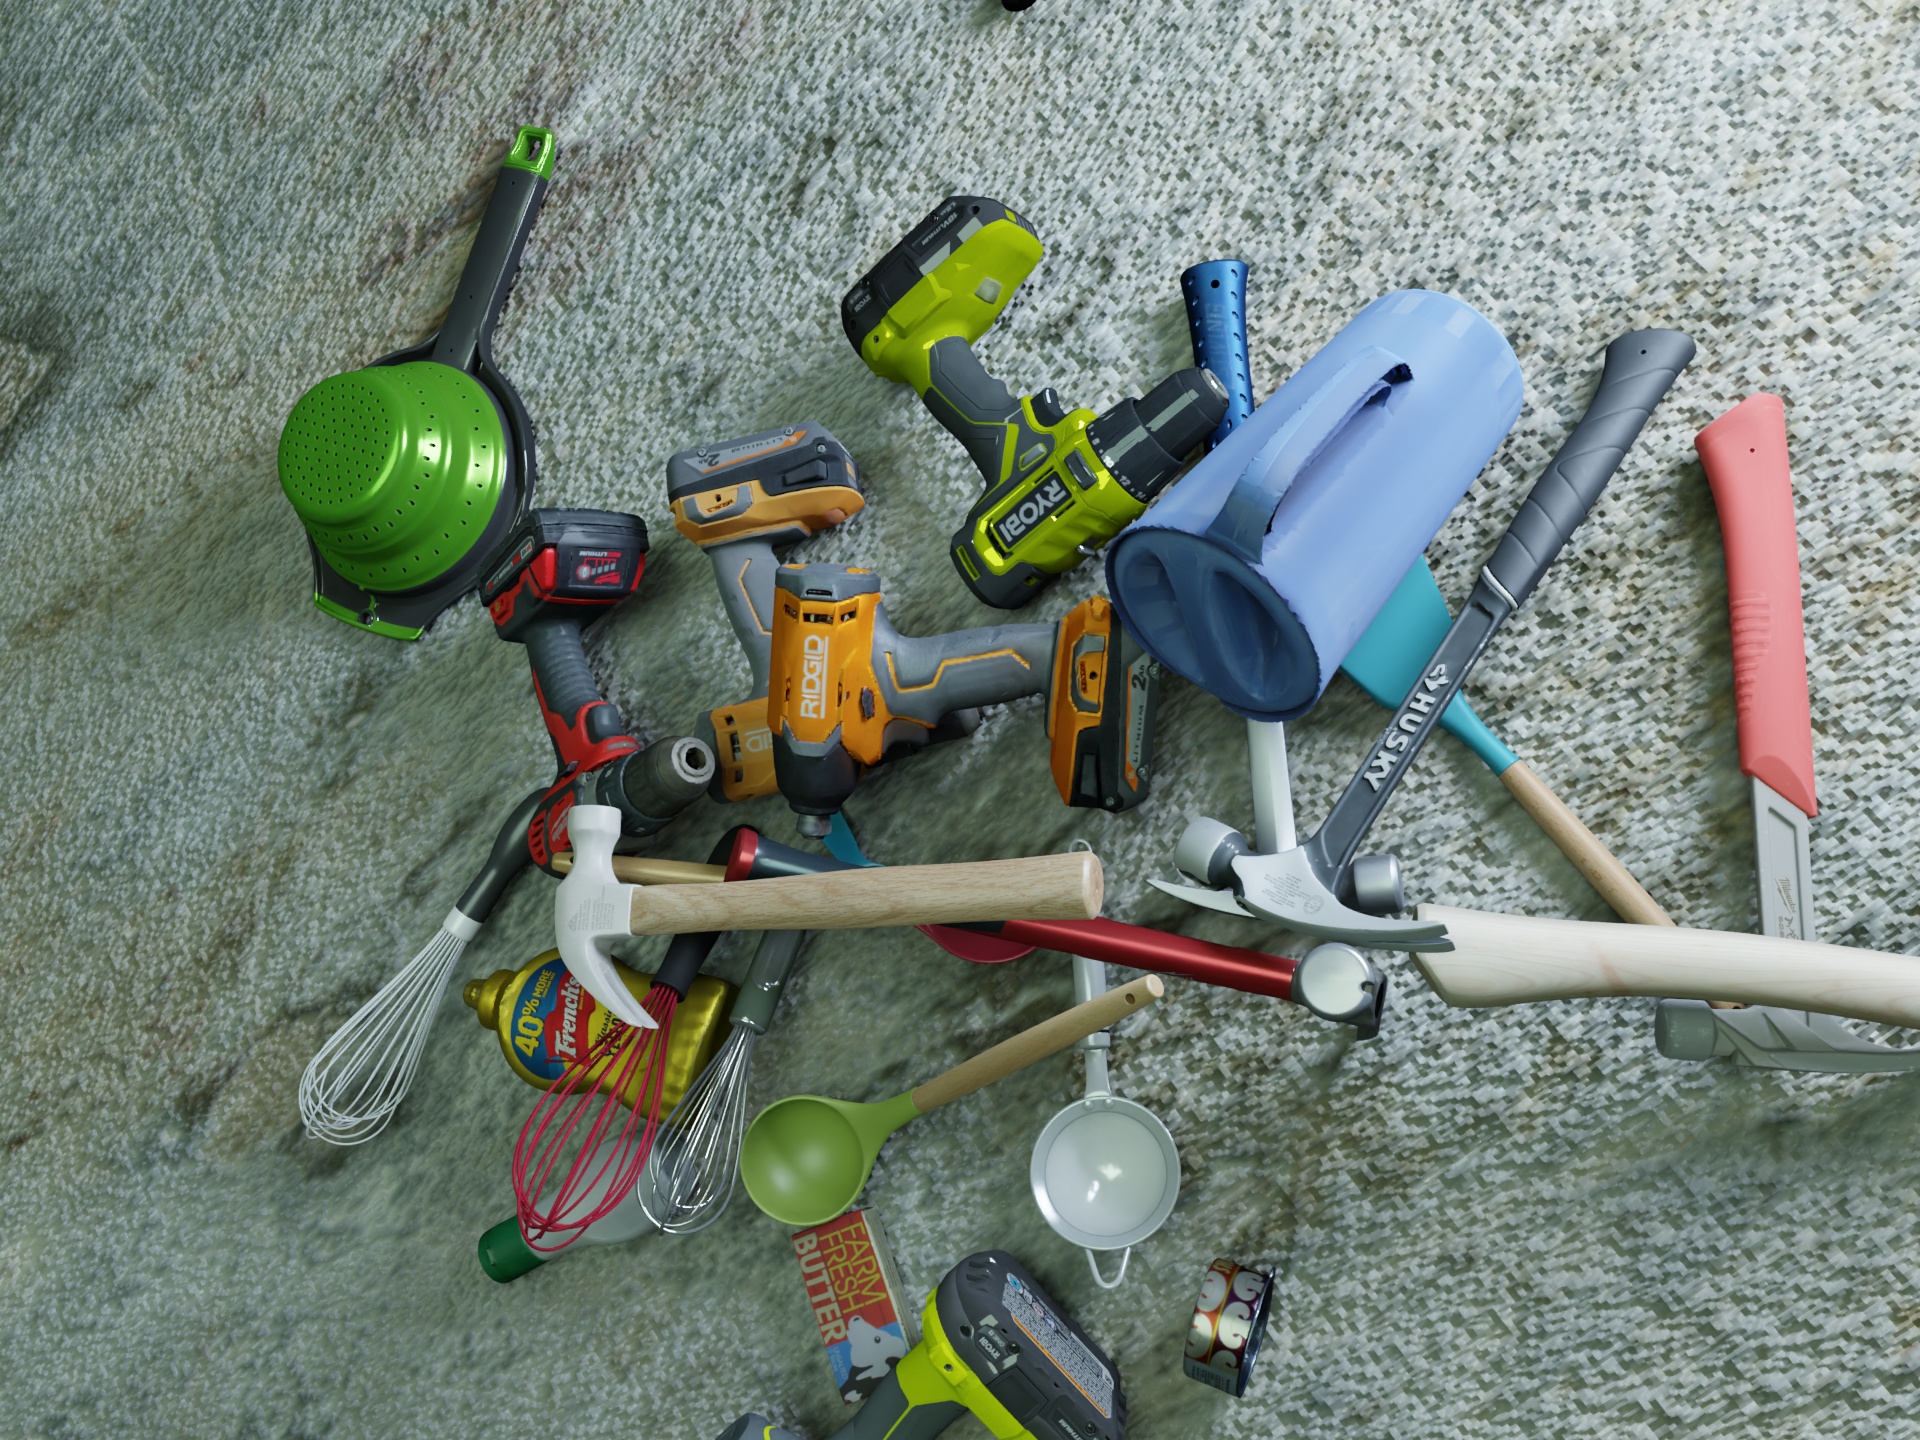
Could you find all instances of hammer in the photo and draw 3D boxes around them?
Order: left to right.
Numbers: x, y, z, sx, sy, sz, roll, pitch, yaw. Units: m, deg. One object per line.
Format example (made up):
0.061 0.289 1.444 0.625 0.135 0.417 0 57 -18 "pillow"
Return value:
-0.082 0.103 0.879 0.331 0.031 0.130 -5 74 22 "hammer"
0.044 0.118 0.904 0.386 0.143 0.038 10 77 21 "hammer"
0.167 -0.081 0.953 0.144 0.035 0.406 -8 78 18 "hammer"
0.284 -0.054 0.853 0.149 0.036 0.409 26 74 38 "hammer"
0.438 0.002 0.838 0.149 0.036 0.359 1 78 8 "hammer"
0.433 0.119 0.778 0.410 0.038 0.146 6 78 10 "hammer"

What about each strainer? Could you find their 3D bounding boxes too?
0.081 0.195 0.932 0.087 0.050 0.259 -6 72 11 "strainer"

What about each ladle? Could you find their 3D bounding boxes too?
-0.097 0.105 0.977 0.315 0.031 0.069 6 59 5 "ladle"
-0.012 0.210 0.892 0.320 0.062 0.078 -35 81 37 "ladle"

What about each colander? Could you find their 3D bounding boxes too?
-0.391 -0.261 1.148 0.204 0.094 0.397 18 87 21 "colander"

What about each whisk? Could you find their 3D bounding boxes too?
-0.358 0.165 1.085 0.070 0.070 0.284 33 87 21 "whisk"
-0.185 0.179 0.954 0.073 0.073 0.296 8 50 20 "whisk"
-0.134 0.194 0.972 0.058 0.059 0.246 20 66 1 "whisk"

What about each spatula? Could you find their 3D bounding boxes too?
0.320 0.044 0.873 0.082 0.044 0.318 -37 72 -4 "spatula"

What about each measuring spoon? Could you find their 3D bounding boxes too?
-0.076 0.081 1.022 0.042 0.021 0.129 -29 62 -9 "measuring spoon"

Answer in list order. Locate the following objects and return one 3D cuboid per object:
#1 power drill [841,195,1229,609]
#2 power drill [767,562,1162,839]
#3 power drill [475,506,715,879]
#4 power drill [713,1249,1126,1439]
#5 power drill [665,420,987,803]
0.042 -0.209 0.984 0.190 0.080 0.229 -38 71 24 "power drill"
-0.001 -0.003 0.936 0.226 0.084 0.164 5 100 2 "power drill"
-0.231 -0.022 1.025 0.188 0.080 0.227 -28 70 47 "power drill"
-0.020 0.424 0.897 0.223 0.080 0.171 -43 91 11 "power drill"
-0.089 -0.071 1.019 0.185 0.084 0.226 -12 81 9 "power drill"
